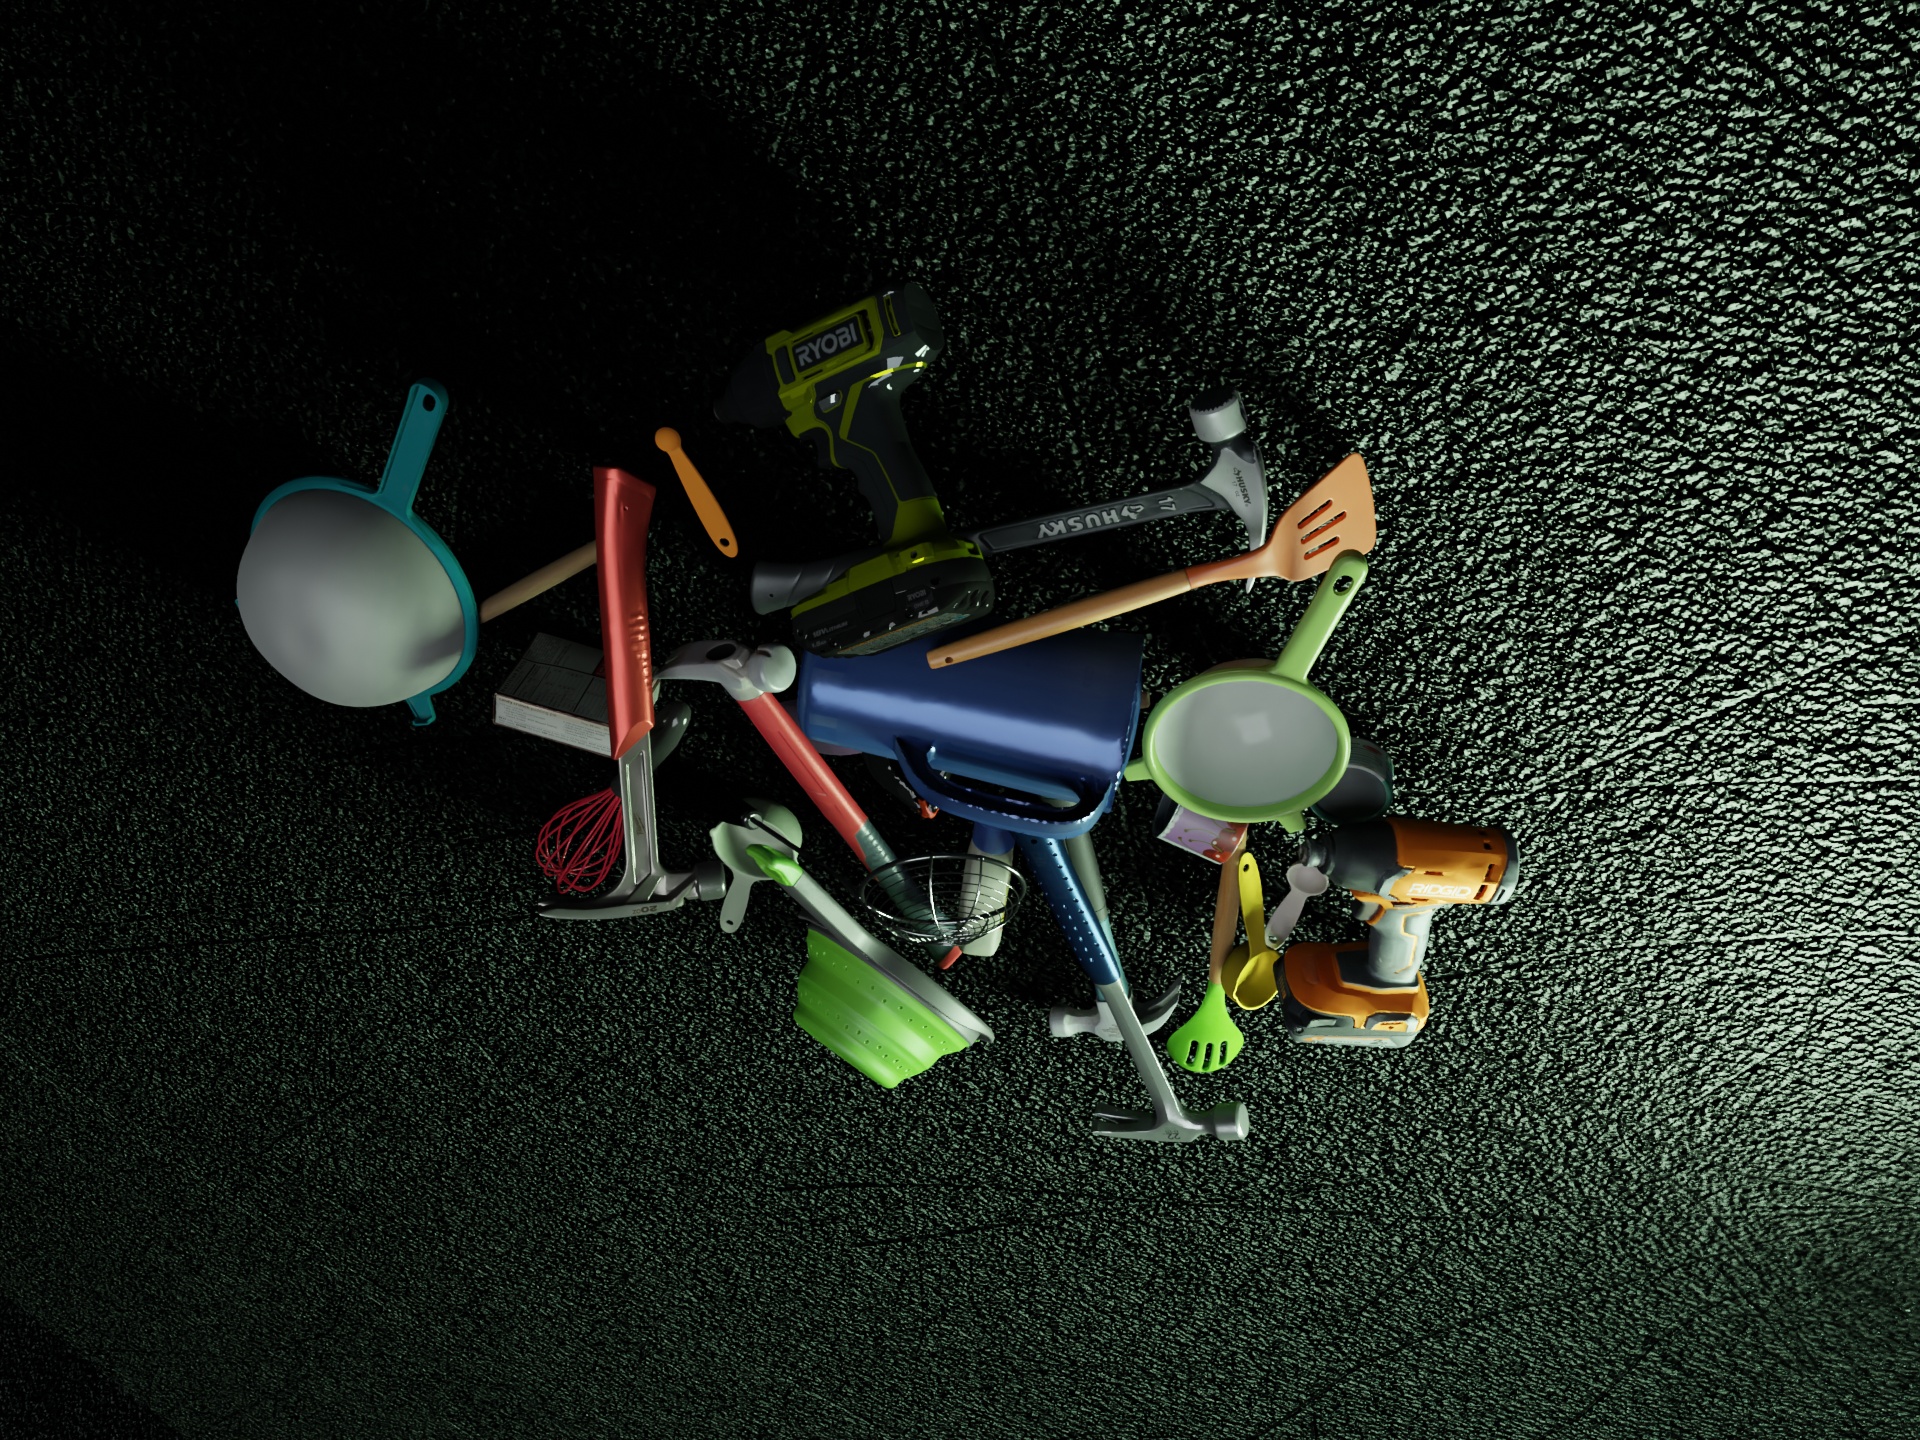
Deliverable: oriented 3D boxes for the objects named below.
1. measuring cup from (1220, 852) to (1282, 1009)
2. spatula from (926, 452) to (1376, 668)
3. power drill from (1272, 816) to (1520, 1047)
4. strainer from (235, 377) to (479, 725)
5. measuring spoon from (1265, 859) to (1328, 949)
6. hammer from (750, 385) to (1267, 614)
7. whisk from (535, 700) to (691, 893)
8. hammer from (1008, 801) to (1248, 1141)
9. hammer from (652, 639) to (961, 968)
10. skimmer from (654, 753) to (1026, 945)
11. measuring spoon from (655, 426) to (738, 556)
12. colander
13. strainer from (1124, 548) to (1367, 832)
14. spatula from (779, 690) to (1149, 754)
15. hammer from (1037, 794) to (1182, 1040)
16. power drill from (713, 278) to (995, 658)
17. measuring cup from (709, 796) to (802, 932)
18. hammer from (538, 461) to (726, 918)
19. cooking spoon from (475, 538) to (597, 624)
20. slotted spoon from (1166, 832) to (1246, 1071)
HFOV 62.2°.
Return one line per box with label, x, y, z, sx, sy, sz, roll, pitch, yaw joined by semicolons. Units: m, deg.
measuring cup;0.240;0.173;1.341;0.029;0.062;0.156;30;138;53
spatula;0.130;-0.094;1.089;0.322;0.041;0.080;-17;127;7
power drill;0.323;0.163;1.263;0.164;0.084;0.226;5;133;-8
strainer;-0.479;-0.125;1.255;0.211;0.095;0.340;34;130;-5
measuring spoon;0.279;0.154;1.338;0.034;0.018;0.124;26;139;10
hammer;0.025;-0.129;1.161;0.409;0.036;0.149;-10;126;24
whisk;-0.301;0.067;1.383;0.073;0.073;0.295;33;134;-12
hammer;0.125;0.233;1.385;0.144;0.035;0.405;-10;125;25
hammer;-0.110;0.080;1.358;0.143;0.038;0.385;2;137;42
skimmer;-0.111;0.083;1.295;0.364;0.090;0.127;28;166;34
measuring spoon;-0.199;-0.170;1.204;0.021;0.011;0.116;-11;125;24
colander;-0.104;0.217;1.328;0.205;0.094;0.396;28;165;31
strainer;0.228;-0.035;1.154;0.151;0.069;0.256;18;131;-6
spatula;-0.002;-0.004;1.281;0.316;0.018;0.059;-5;123;21
hammer;0.109;0.159;1.375;0.128;0.033;0.330;-3;128;19
power drill;-0.074;-0.161;1.071;0.171;0.080;0.223;-18;83;26
measuring cup;-0.190;0.131;1.436;0.083;0.038;0.167;21;133;-2
hammer;-0.267;-0.019;1.236;0.149;0.037;0.359;-5;107;-14
cooking spoon;-0.386;-0.094;1.316;0.319;0.017;0.068;-22;115;30
slotted spoon;0.225;0.207;1.386;0.070;0.031;0.313;0;128;-1
